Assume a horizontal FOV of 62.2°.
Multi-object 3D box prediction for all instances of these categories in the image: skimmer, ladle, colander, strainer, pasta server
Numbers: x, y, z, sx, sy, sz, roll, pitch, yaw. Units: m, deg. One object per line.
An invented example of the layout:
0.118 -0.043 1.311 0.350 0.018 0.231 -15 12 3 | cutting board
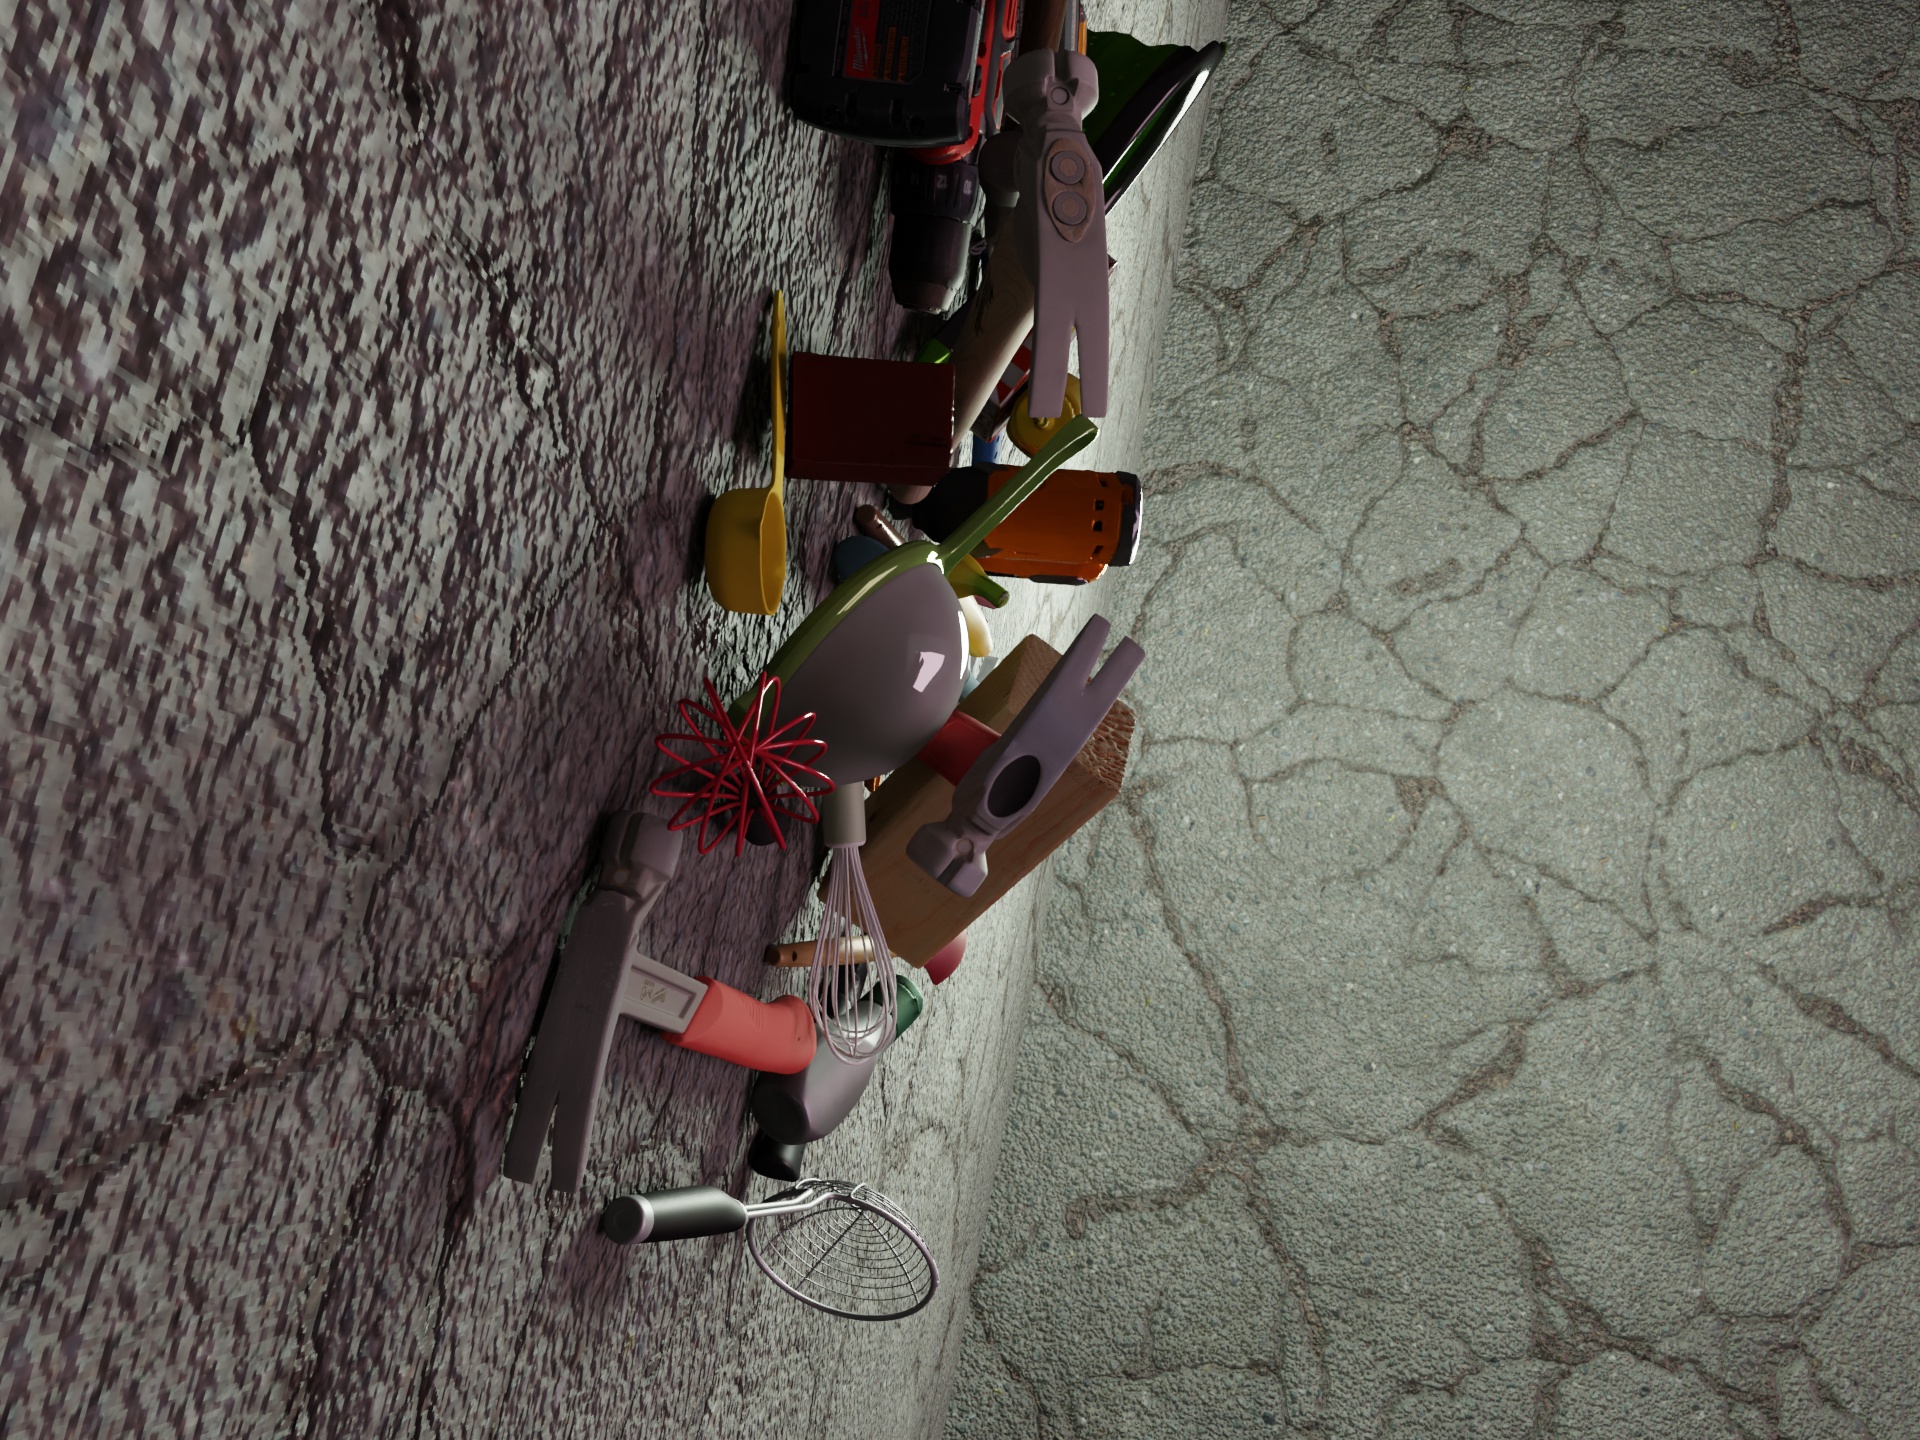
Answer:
-0.110 0.306 0.893 0.363 0.127 0.090 44 50 -68 | skimmer
-0.054 0.154 1.086 0.315 0.031 0.069 14 77 -68 | ladle
0.040 -0.360 1.076 0.397 0.094 0.204 -52 -177 -31 | colander
-0.005 -0.051 0.813 0.256 0.069 0.151 -45 169 -8 | strainer
-0.026 -0.099 1.108 0.060 0.040 0.316 -51 168 0 | pasta server

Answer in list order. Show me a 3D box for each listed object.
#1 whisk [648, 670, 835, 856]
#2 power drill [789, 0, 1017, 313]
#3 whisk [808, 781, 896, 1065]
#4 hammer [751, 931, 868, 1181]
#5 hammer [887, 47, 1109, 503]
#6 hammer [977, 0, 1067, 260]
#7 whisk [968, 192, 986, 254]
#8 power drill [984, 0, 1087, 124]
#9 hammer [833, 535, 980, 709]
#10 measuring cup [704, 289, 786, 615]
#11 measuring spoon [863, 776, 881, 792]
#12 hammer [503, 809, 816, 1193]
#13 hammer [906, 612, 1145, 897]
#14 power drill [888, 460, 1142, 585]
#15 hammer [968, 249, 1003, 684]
-0.092 0.032 0.698 0.296 0.073 0.073 122 -20 -80 | whisk
-0.019 -0.308 0.799 0.227 0.080 0.188 -50 149 -78 | power drill
-0.067 0.080 0.934 0.059 0.058 0.246 -4 92 -53 | whisk
-0.069 0.161 1.151 0.409 0.036 0.149 -68 164 -50 | hammer
0.005 -0.168 0.813 0.410 0.038 0.146 146 -58 -77 | hammer
0.048 -0.394 0.829 0.130 0.031 0.331 80 18 -79 | hammer
0.013 -0.376 1.016 0.055 0.055 0.239 87 12 -56 | whisk
0.045 -0.496 0.966 0.185 0.084 0.226 88 11 -52 | power drill
-0.009 -0.038 1.065 0.033 0.128 0.330 -53 155 -6 | hammer
-0.096 -0.123 0.721 0.062 0.029 0.157 75 16 -75 | measuring cup
-0.058 -0.006 1.115 0.021 0.011 0.117 -30 126 -78 | measuring spoon
-0.126 0.156 0.785 0.358 0.037 0.149 69 32 -72 | hammer
-0.001 -0.003 0.904 0.143 0.038 0.386 -53 -168 -2 | hammer
0.037 -0.141 1.115 0.226 0.164 0.084 -69 163 -86 | power drill
0.016 -0.176 1.287 0.144 0.035 0.405 -63 161 -59 | hammer
